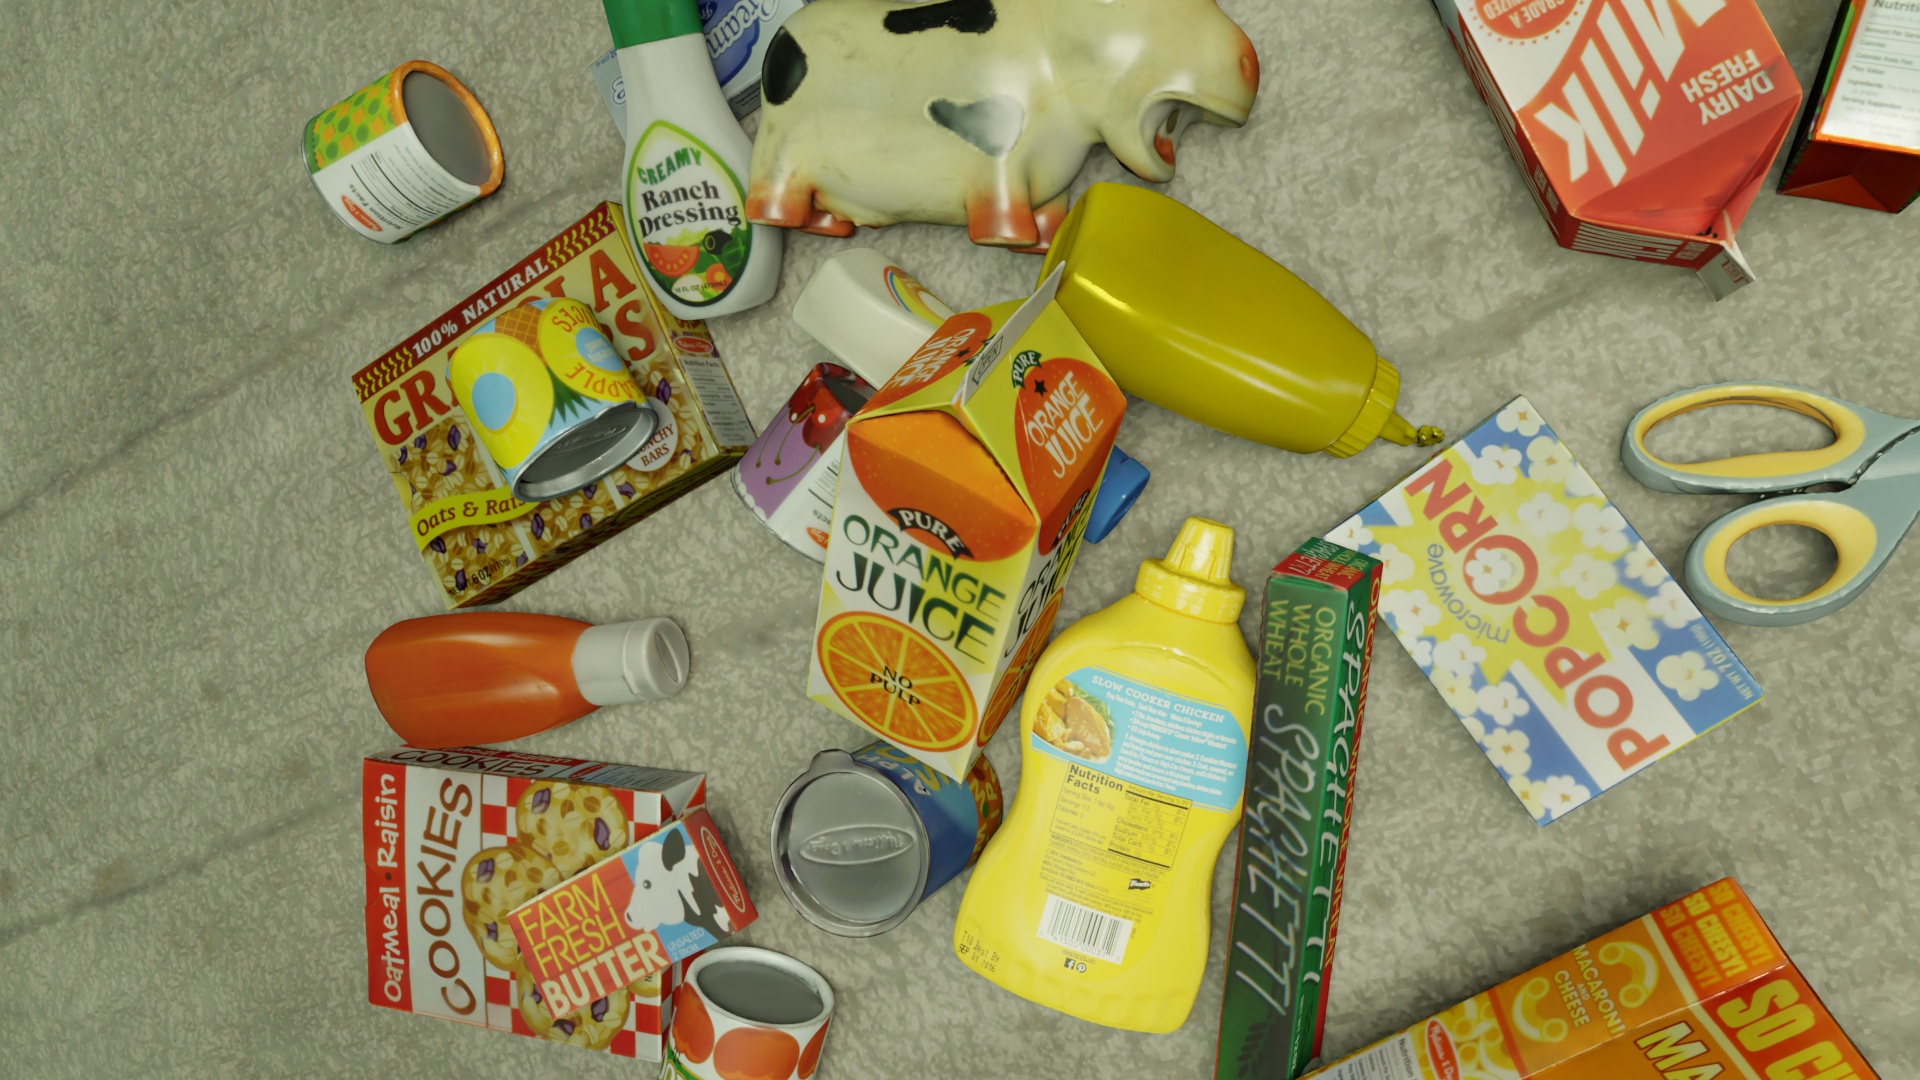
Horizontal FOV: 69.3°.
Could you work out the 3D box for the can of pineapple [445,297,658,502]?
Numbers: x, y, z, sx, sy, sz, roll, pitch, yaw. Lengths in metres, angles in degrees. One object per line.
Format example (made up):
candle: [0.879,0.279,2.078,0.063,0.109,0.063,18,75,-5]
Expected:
can of pineapple: [-0.165,-0.058,0.566,0.071,0.071,0.058,-37,81,19]

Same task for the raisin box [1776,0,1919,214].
raisin box: [0.287,-0.168,0.414,0.040,0.086,0.123,19,100,24]

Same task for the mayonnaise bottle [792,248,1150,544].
mayonnaise bottle: [0.006,-0.058,0.546,0.148,0.065,0.041,39,111,11]

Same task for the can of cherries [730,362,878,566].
can of cherries: [-0.051,-0.032,0.567,0.071,0.071,0.058,44,107,13]

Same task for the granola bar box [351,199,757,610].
granola bar box: [-0.188,-0.058,0.632,0.165,0.039,0.124,-28,83,20]

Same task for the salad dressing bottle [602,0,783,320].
salad dressing bottle: [-0.114,-0.167,0.571,0.064,0.044,0.147,-6,110,15]

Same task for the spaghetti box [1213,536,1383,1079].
spaghetti box: [0.117,0.125,0.496,0.029,0.050,0.249,11,106,28]

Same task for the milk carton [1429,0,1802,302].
milk carton: [0.207,-0.165,0.453,0.073,0.072,0.190,-27,84,20]

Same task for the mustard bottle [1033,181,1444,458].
mustard bottle: [0.104,-0.066,0.494,0.160,0.048,0.065,26,60,-13]

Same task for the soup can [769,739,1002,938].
soup can: [-0.027,0.110,0.555,0.071,0.084,0.071,1,94,21]

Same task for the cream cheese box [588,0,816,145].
cream cheese box: [-0.107,-0.209,0.600,0.103,0.024,0.053,-29,84,21]

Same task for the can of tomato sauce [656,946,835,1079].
can of tomato sauce: [-0.097,0.228,0.597,0.071,0.071,0.083,20,100,19]

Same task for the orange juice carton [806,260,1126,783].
orange juice carton: [0.002,-0.006,0.490,0.073,0.072,0.191,28,138,13]

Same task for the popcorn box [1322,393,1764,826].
popcorn box: [0.200,0.023,0.485,0.085,0.038,0.127,-39,79,20]

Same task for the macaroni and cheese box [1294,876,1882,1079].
macaroni and cheese box: [0.210,0.195,0.461,0.166,0.040,0.123,-35,114,19]

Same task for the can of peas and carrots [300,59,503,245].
can of peas and carrots: [-0.254,-0.179,0.638,0.058,0.071,0.071,-20,86,21]

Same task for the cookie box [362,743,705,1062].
cookie box: [-0.202,0.165,0.650,0.167,0.040,0.122,2,95,21]

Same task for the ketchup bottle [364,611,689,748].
ketchup bottle: [-0.197,0.061,0.637,0.149,0.044,0.064,-7,118,21]

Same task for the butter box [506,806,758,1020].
butter box: [-0.141,0.160,0.593,0.103,0.024,0.053,-30,83,18]
